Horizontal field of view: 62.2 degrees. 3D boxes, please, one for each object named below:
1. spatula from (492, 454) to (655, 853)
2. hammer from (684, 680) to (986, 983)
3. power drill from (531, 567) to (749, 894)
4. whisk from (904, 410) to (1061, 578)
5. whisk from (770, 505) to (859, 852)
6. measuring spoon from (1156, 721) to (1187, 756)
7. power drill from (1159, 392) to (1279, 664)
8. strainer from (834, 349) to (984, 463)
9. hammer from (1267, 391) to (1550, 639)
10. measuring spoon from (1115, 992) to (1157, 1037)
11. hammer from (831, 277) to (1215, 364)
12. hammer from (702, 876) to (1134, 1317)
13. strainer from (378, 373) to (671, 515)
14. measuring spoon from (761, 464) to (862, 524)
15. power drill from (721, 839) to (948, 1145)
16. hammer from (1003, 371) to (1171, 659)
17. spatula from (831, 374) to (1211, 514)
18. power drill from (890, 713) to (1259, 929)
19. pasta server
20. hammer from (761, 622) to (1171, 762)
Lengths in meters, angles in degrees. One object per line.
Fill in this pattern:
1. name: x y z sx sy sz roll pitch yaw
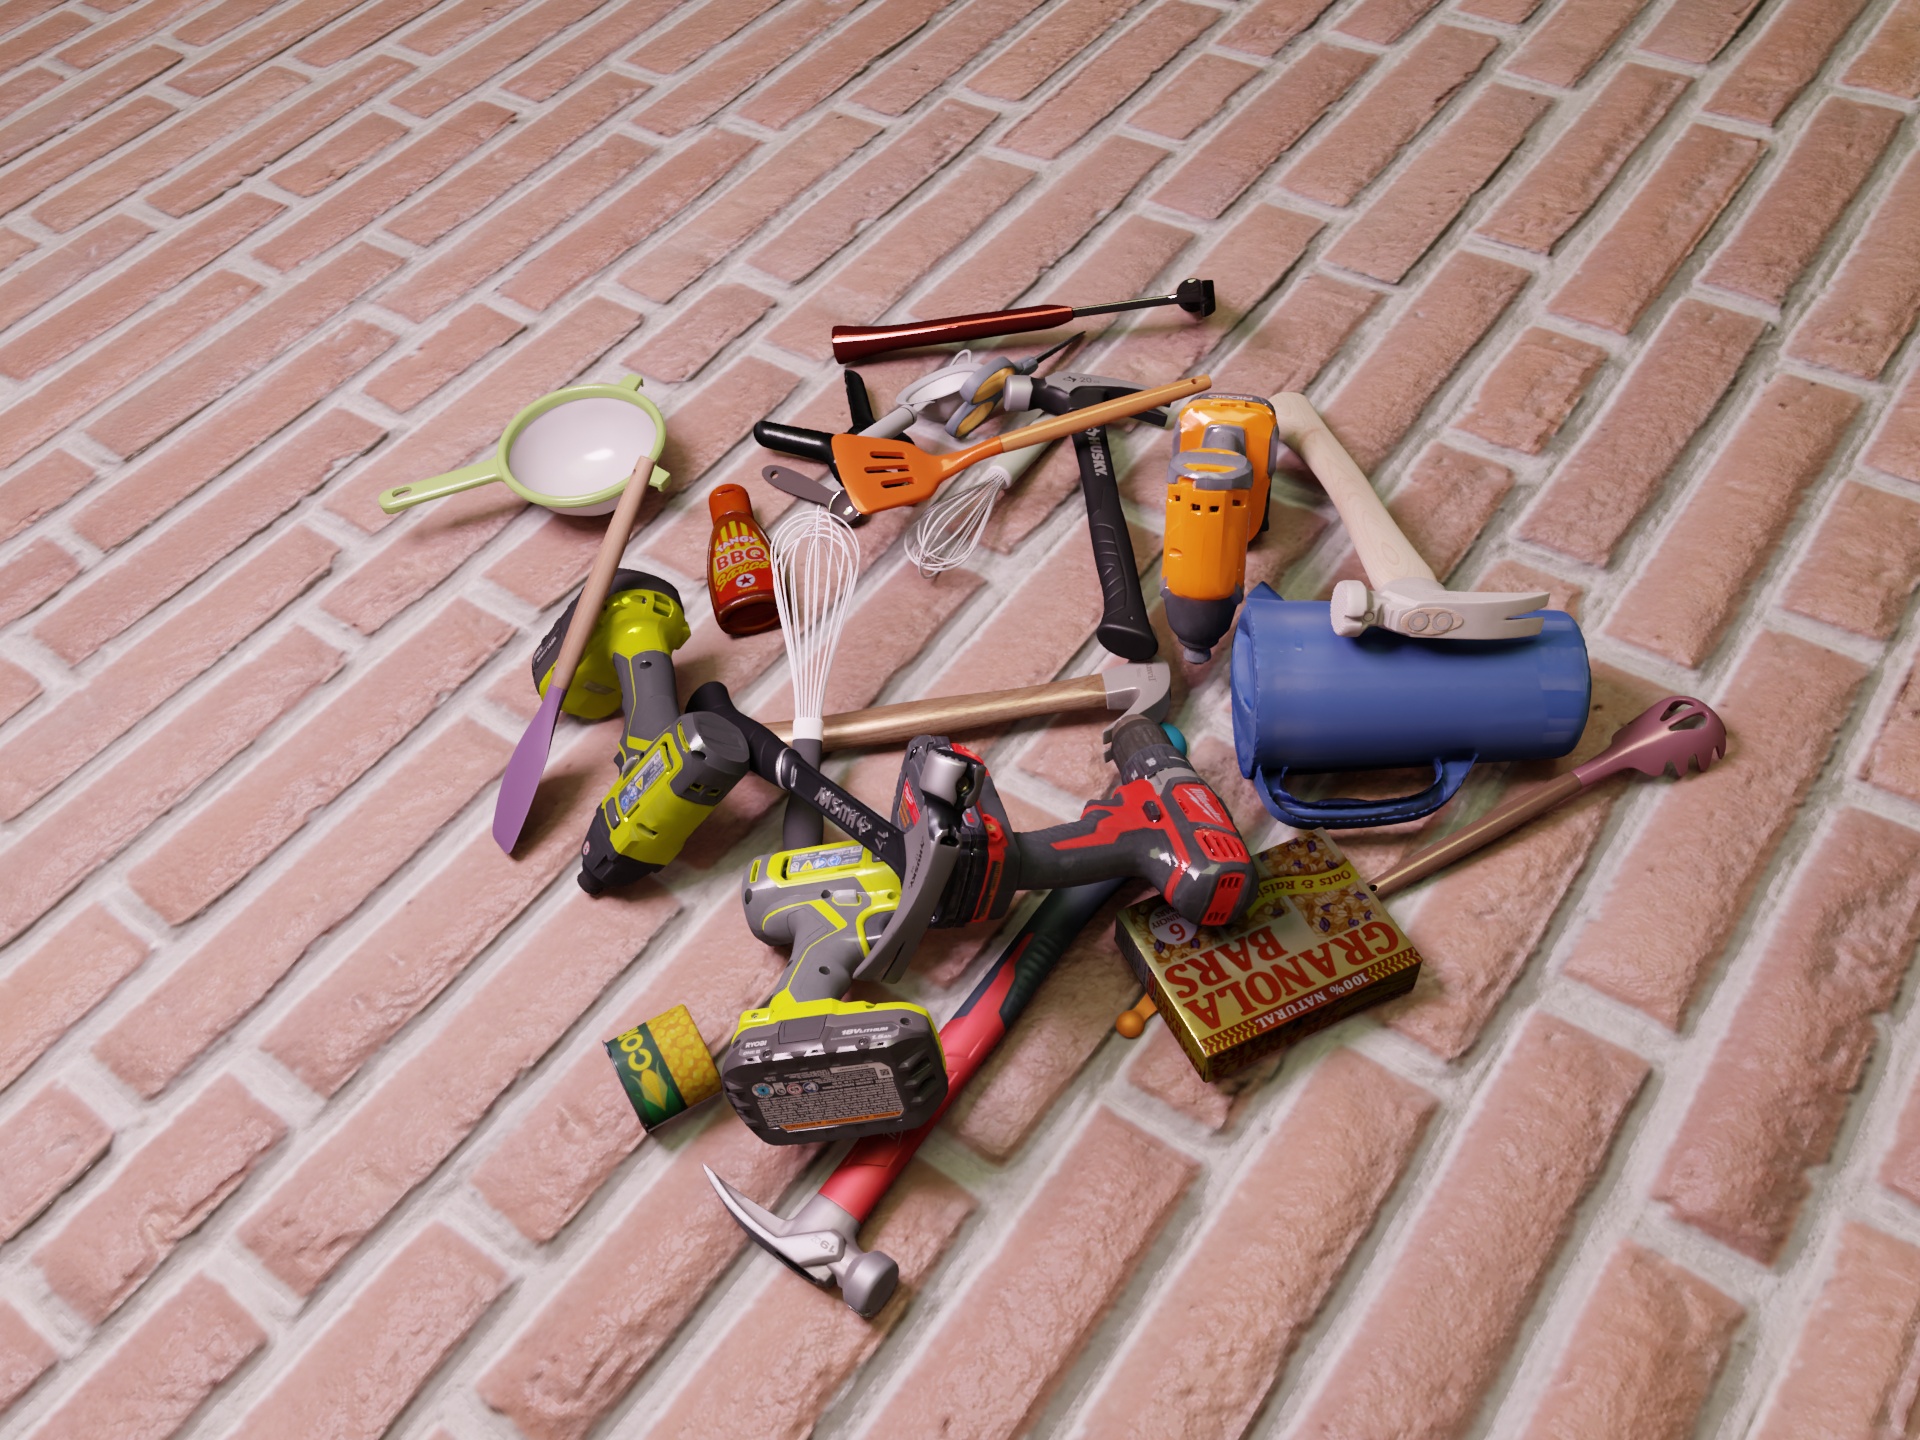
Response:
1. spatula: -0.292 -0.050 1.190 0.060 0.018 0.316 34 103 49
2. hammer: -0.110 0.044 1.091 0.036 0.149 0.409 13 7 -31
3. power drill: -0.250 0.008 1.195 0.171 0.080 0.223 -45 47 23
4. whisk: 0.030 -0.206 1.381 0.058 0.059 0.246 25 53 20
5. whisk: -0.113 -0.024 1.194 0.070 0.070 0.285 0 79 7
6. measuring spoon: 0.147 0.049 1.178 0.042 0.021 0.129 0 50 7
7. power drill: 0.198 -0.155 1.245 0.084 0.164 0.227 6 29 12
8. strainer: -0.045 -0.268 1.402 0.087 0.050 0.258 -5 24 31
9. hammer: 0.317 -0.172 1.243 0.146 0.038 0.411 1 31 -4
10. measuring spoon: 0.148 0.173 1.087 0.021 0.011 0.117 36 63 29
11. hammer: 0.056 -0.372 1.481 0.359 0.036 0.149 -6 16 9
12. hammer: -0.002 0.199 1.069 0.143 0.038 0.386 26 59 26
13. strainer: -0.382 -0.212 1.419 0.256 0.069 0.152 -17 54 -6
14. measuring spoon: -0.131 -0.203 1.419 0.124 0.018 0.034 27 83 32
15. power drill: -0.059 0.159 1.044 0.190 0.080 0.229 -10 34 10
16. hammer: 0.124 -0.177 1.315 0.146 0.035 0.335 1 48 -8
17. spatula: 0.056 -0.240 1.316 0.322 0.041 0.081 -18 67 -5
18. power drill: 0.071 0.060 1.068 0.226 0.080 0.188 1 37 -18
19. pasta server: 0.416 0.060 1.138 0.316 0.040 0.060 -27 54 -9
20. hammer: -0.002 -0.004 1.225 0.331 0.031 0.130 -9 39 3
